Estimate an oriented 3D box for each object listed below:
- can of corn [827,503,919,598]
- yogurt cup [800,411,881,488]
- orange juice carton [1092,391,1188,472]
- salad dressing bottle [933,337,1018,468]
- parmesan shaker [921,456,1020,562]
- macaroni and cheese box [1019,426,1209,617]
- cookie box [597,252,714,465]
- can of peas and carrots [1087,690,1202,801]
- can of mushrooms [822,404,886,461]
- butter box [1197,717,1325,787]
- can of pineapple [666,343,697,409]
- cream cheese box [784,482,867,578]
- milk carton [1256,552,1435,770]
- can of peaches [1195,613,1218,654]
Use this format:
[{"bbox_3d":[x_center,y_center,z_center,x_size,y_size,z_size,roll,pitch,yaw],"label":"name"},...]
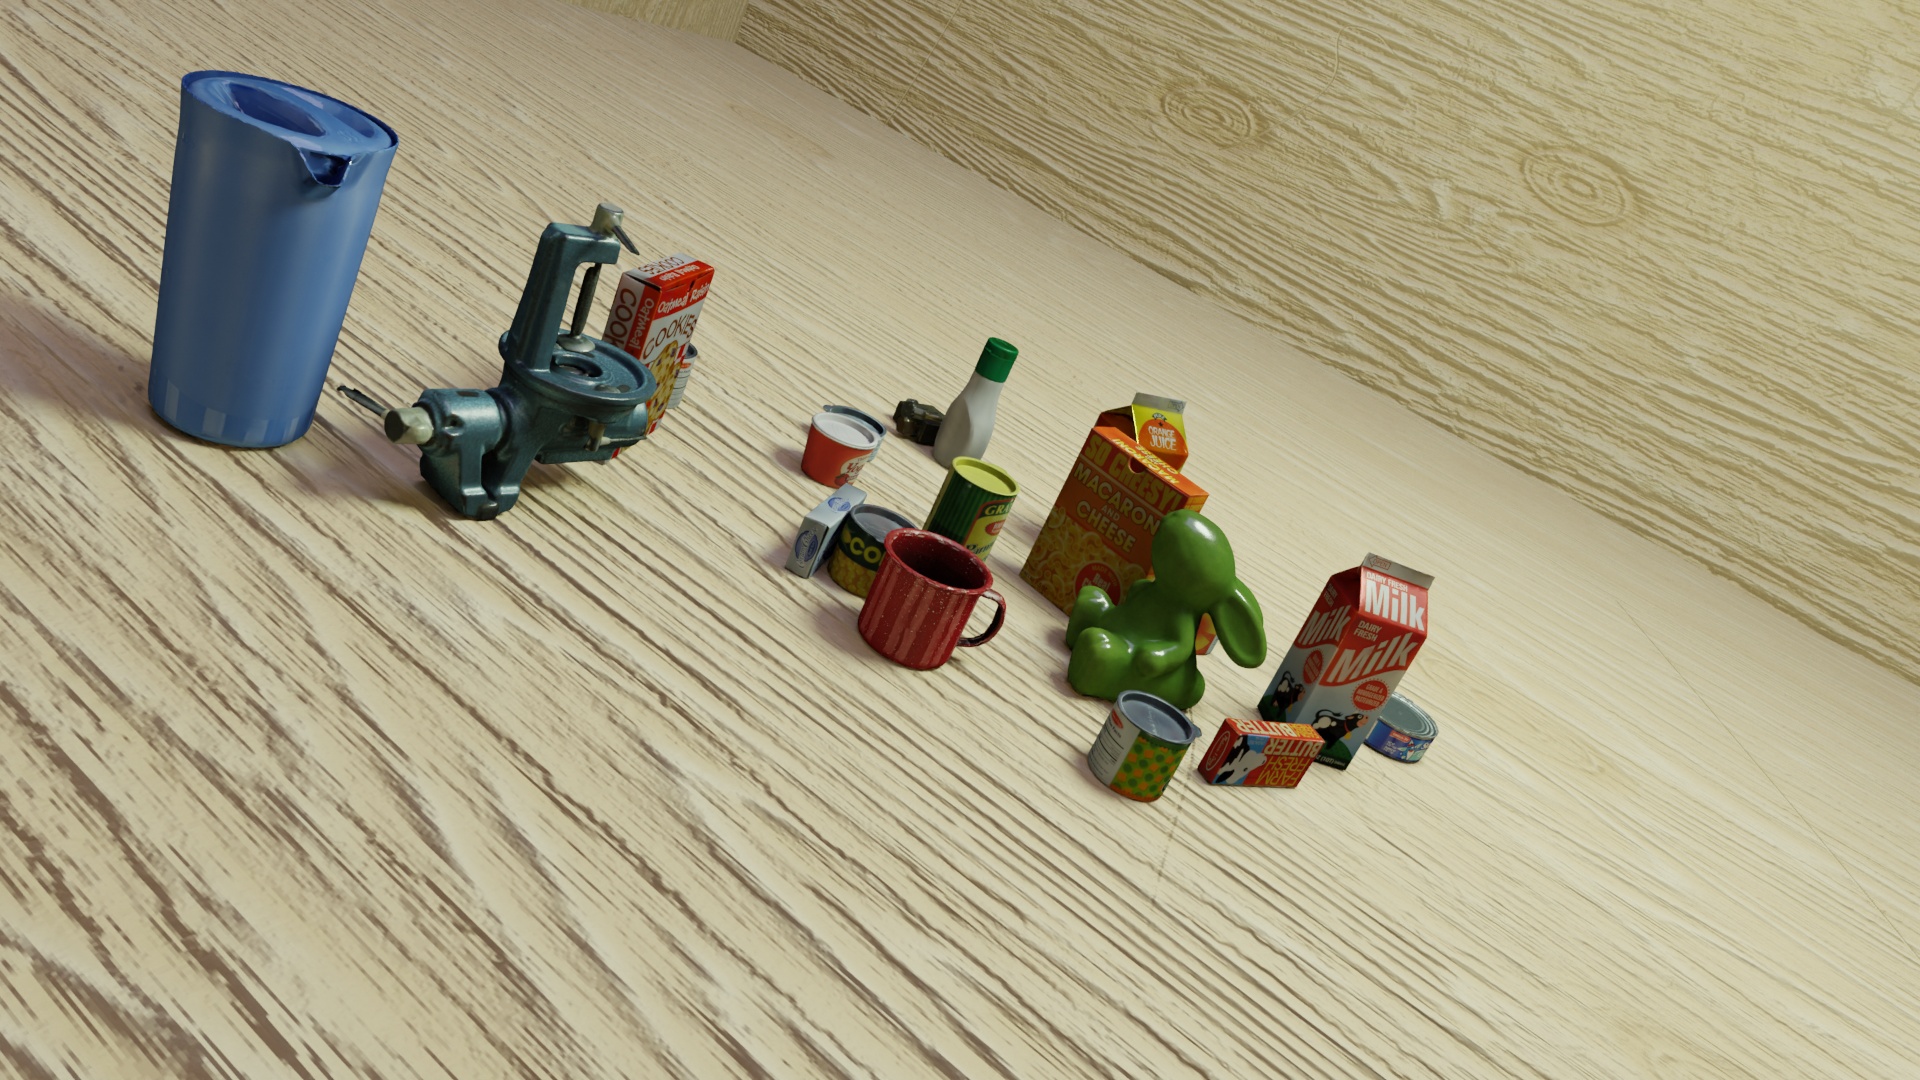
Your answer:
[{"bbox_3d":[-0.073,0.011,1.179,0.071,0.058,0.071,21,22,-9],"label":"can of corn"},{"bbox_3d":[-0.121,-0.086,1.352,0.072,0.053,0.073,21,22,-9],"label":"yogurt cup"},{"bbox_3d":[0.162,-0.061,1.400,0.072,0.191,0.073,8,27,-36],"label":"orange juice carton"},{"bbox_3d":[0.018,-0.147,1.504,0.044,0.147,0.064,6,28,-38],"label":"salad dressing bottle"},{"bbox_3d":[0.004,-0.016,1.258,0.071,0.102,0.071,21,22,-9],"label":"parmesan shaker"},{"bbox_3d":[0.139,-0.003,1.284,0.124,0.165,0.040,39,26,32],"label":"macaroni and cheese box"},{"bbox_3d":[-0.277,-0.161,1.212,0.040,0.166,0.123,25,22,2],"label":"cookie box"},{"bbox_3d":[0.141,0.158,1.069,0.071,0.058,0.071,21,22,-9],"label":"can of peas and carrots"},{"bbox_3d":[-0.115,-0.112,1.442,0.071,0.033,0.071,21,23,-9],"label":"can of mushrooms"},{"bbox_3d":[0.248,0.176,1.146,0.103,0.053,0.024,9,27,-34],"label":"butter box"},{"bbox_3d":[-0.297,-0.169,1.352,0.071,0.057,0.071,21,22,-9],"label":"can of pineapple"},{"bbox_3d":[-0.114,-0.009,1.189,0.024,0.053,0.104,27,22,5],"label":"cream cheese box"},{"bbox_3d":[0.344,0.101,1.229,0.072,0.189,0.074,19,23,-14],"label":"milk carton"},{"bbox_3d":[0.227,0.069,1.354,0.071,0.057,0.071,21,22,-9],"label":"can of peaches"}]
